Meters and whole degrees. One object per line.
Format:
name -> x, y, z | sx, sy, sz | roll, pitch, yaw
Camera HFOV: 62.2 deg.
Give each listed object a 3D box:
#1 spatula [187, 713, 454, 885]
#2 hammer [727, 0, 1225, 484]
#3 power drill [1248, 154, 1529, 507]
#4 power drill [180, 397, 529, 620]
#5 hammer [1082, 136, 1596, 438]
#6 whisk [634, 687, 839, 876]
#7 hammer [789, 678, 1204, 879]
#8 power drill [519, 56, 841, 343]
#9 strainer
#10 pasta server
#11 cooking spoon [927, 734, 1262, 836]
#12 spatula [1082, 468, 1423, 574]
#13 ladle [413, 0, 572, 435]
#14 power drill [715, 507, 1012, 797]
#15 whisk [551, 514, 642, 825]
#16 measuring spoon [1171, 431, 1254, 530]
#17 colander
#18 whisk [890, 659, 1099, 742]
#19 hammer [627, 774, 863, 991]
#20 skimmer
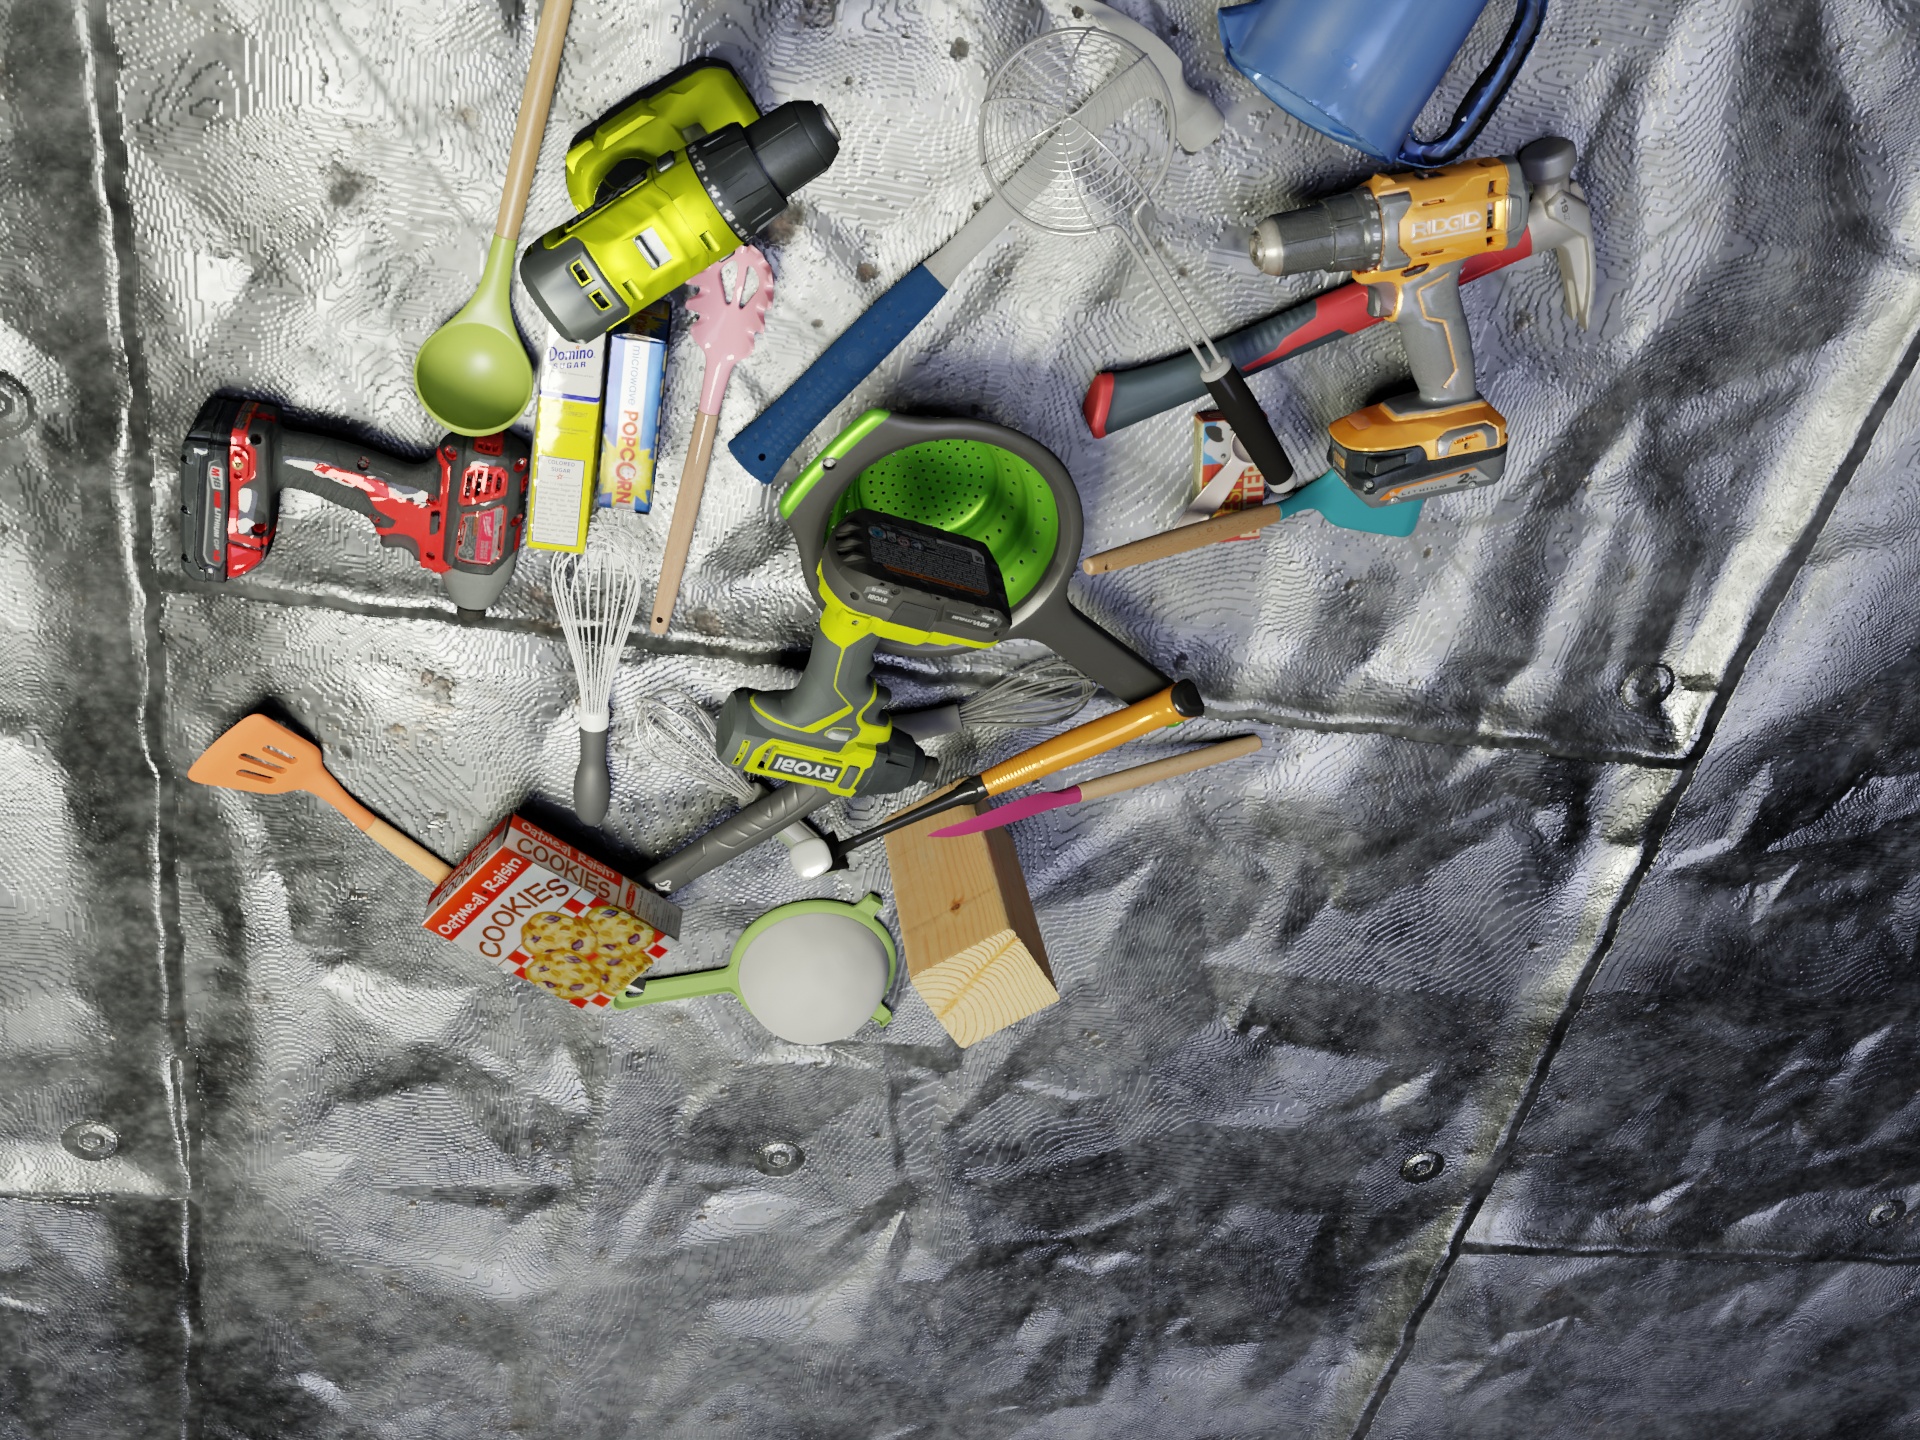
spatula -> -0.459, 0.102, 1.281 | 0.081, 0.041, 0.322 | -38, 121, 13
hammer -> -0.014, -0.319, 1.099 | 0.405, 0.035, 0.144 | -42, 120, 16
power drill -> 0.299, -0.269, 1.118 | 0.185, 0.084, 0.226 | -11, 121, -3
power drill -> -0.420, -0.144, 1.115 | 0.219, 0.079, 0.143 | 5, 121, -17
hammer -> 0.277, -0.284, 1.173 | 0.386, 0.038, 0.143 | -23, 124, 4
whisk -> -0.177, 0.056, 1.300 | 0.246, 0.059, 0.058 | 45, 62, -34
hammer -> 0.032, 0.046, 1.252 | 0.337, 0.127, 0.034 | -23, 86, 7
power drill -> -0.165, -0.325, 0.953 | 0.190, 0.229, 0.080 | -29, 122, 9
strainer -> -0.180, 0.243, 1.401 | 0.256, 0.069, 0.151 | -7, 123, -8
pasta server -> -0.189, -0.196, 1.145 | 0.060, 0.040, 0.316 | 18, 119, -2
cooking spoon -> 0.118, 0.054, 1.306 | 0.319, 0.069, 0.017 | -14, 82, -25
spatula -> 0.227, -0.149, 1.204 | 0.317, 0.044, 0.082 | -19, 129, -29
ladle -> -0.288, -0.336, 1.029 | 0.078, 0.062, 0.320 | 12, 116, -20
power drill -> -0.060, -0.034, 1.145 | 0.171, 0.080, 0.223 | 13, 132, -23
whisk -> -0.282, -0.030, 1.225 | 0.070, 0.070, 0.284 | 3, 126, -12
measuring spoon -> 0.194, -0.179, 1.210 | 0.034, 0.018, 0.124 | 25, 121, -19
colander -> 0.039, -0.115, 1.206 | 0.396, 0.095, 0.204 | 33, 118, -33
whisk -> -0.002, -0.005, 1.296 | 0.239, 0.055, 0.055 | -14, 123, 4
hammer -> -0.212, 0.117, 1.303 | 0.335, 0.035, 0.146 | -31, 123, 22
skimmer -> 0.142, -0.300, 1.095 | 0.127, 0.090, 0.362 | -31, 131, 14
